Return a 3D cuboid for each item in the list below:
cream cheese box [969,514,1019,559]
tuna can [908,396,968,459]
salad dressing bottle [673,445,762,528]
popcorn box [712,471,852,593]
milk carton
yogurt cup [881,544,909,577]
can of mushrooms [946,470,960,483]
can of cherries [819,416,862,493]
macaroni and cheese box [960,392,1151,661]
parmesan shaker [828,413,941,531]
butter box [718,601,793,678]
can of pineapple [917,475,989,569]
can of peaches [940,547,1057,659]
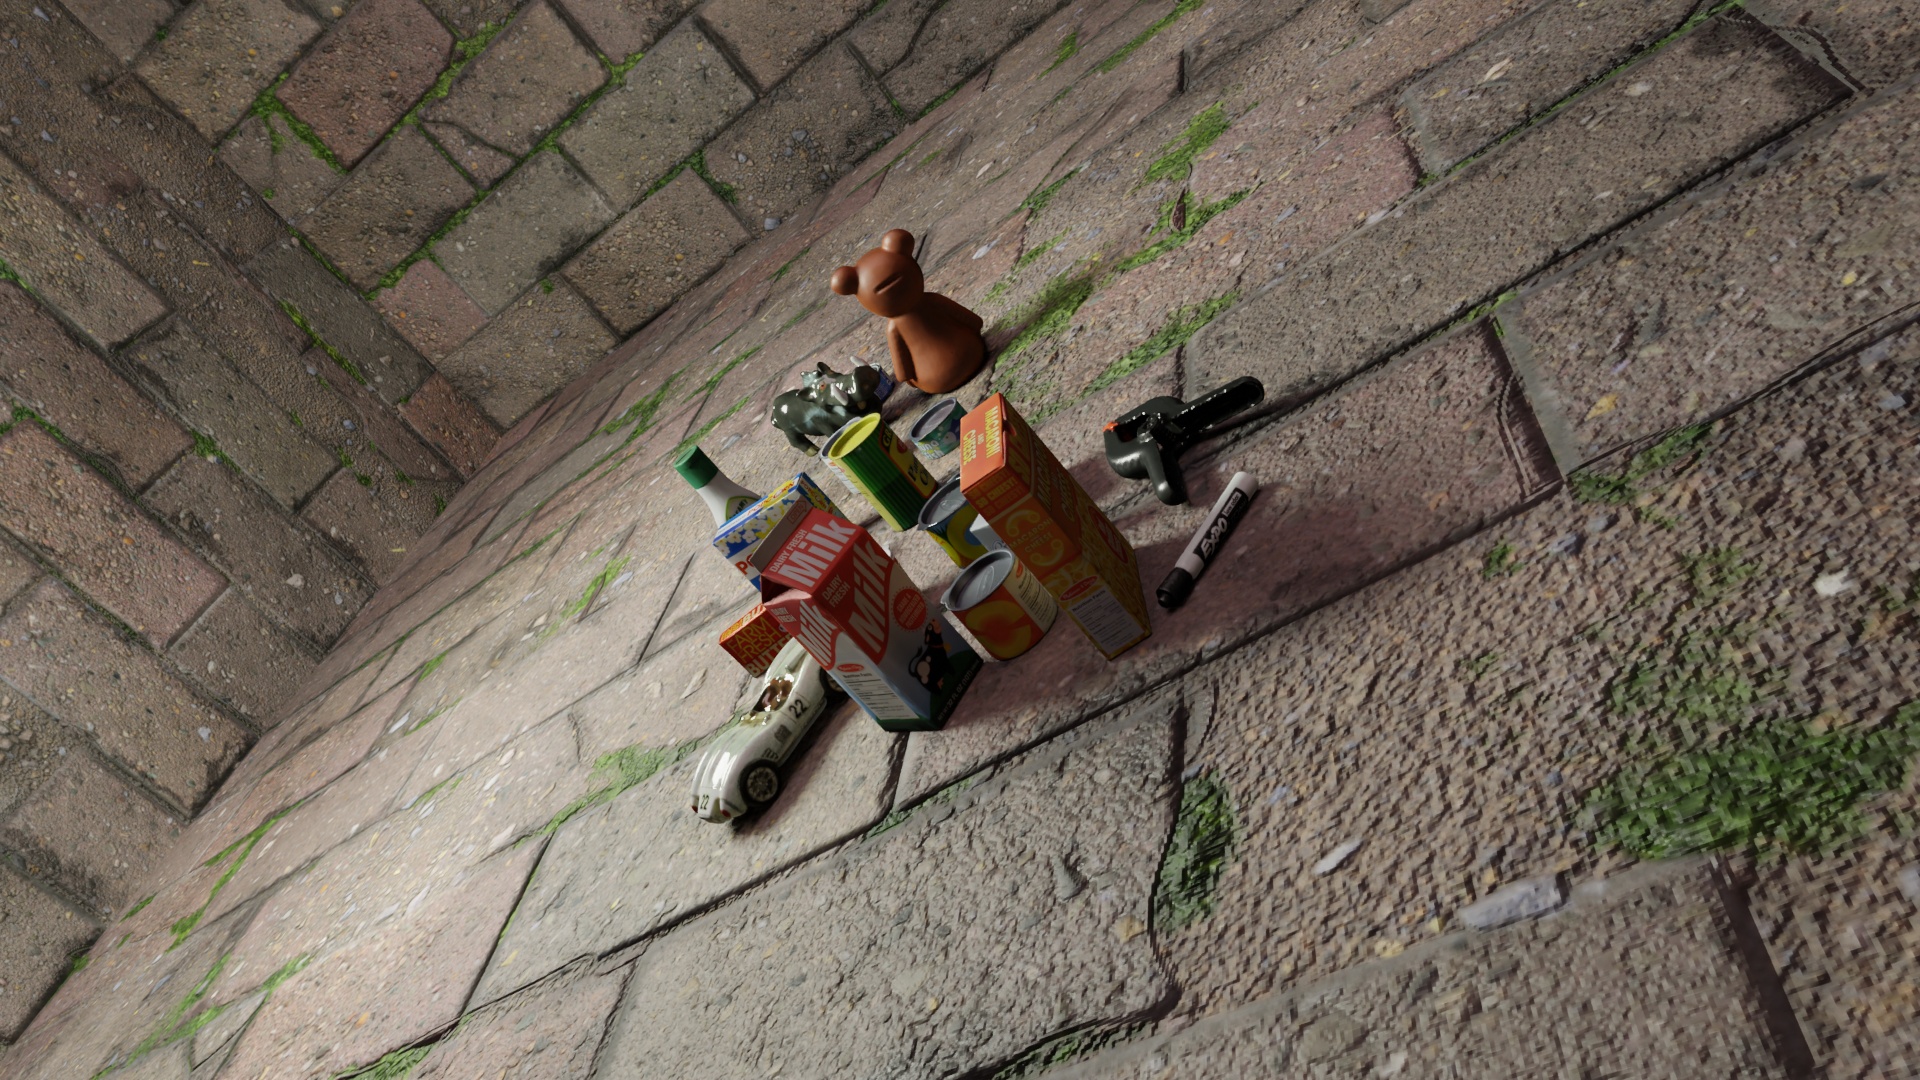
[{"bbox_3d":[0.063,-0.011,1.126,0.103,0.053,0.024,-21,30,40],"label":"cream cheese box"},{"bbox_3d":[-0.021,-0.118,1.487,0.071,0.032,0.071,-34,23,17],"label":"tuna can"},{"bbox_3d":[-0.267,-0.045,1.598,0.064,0.147,0.044,-47,23,-13],"label":"salad dressing bottle"},{"bbox_3d":[-0.190,-0.006,1.484,0.126,0.085,0.038,-31,24,24],"label":"popcorn box"},{"bbox_3d":[-0.077,0.056,1.048,0.073,0.190,0.073,-12,36,51],"label":"milk carton"},{"bbox_3d":[-0.071,0.049,1.231,0.072,0.054,0.073,-34,23,17],"label":"yogurt cup"},{"bbox_3d":[0.017,-0.047,1.292,0.071,0.033,0.071,-34,23,17],"label":"can of mushrooms"},{"bbox_3d":[-0.114,-0.097,1.563,0.071,0.058,0.072,-34,23,17],"label":"can of cherries"},{"bbox_3d":[0.066,-0.013,0.975,0.040,0.166,0.124,-35,23,17],"label":"macaroni and cheese box"},{"bbox_3d":[-0.074,-0.069,1.387,0.071,0.103,0.071,-34,23,17],"label":"parmesan shaker"},{"bbox_3d":[-0.178,0.084,1.343,0.103,0.053,0.024,-37,22,11],"label":"butter box"},{"bbox_3d":[0.004,-0.015,1.223,0.071,0.057,0.071,-34,23,17],"label":"can of pineapple"},{"bbox_3d":[0.030,0.050,1.061,0.071,0.058,0.071,-34,23,17],"label":"can of peaches"}]
